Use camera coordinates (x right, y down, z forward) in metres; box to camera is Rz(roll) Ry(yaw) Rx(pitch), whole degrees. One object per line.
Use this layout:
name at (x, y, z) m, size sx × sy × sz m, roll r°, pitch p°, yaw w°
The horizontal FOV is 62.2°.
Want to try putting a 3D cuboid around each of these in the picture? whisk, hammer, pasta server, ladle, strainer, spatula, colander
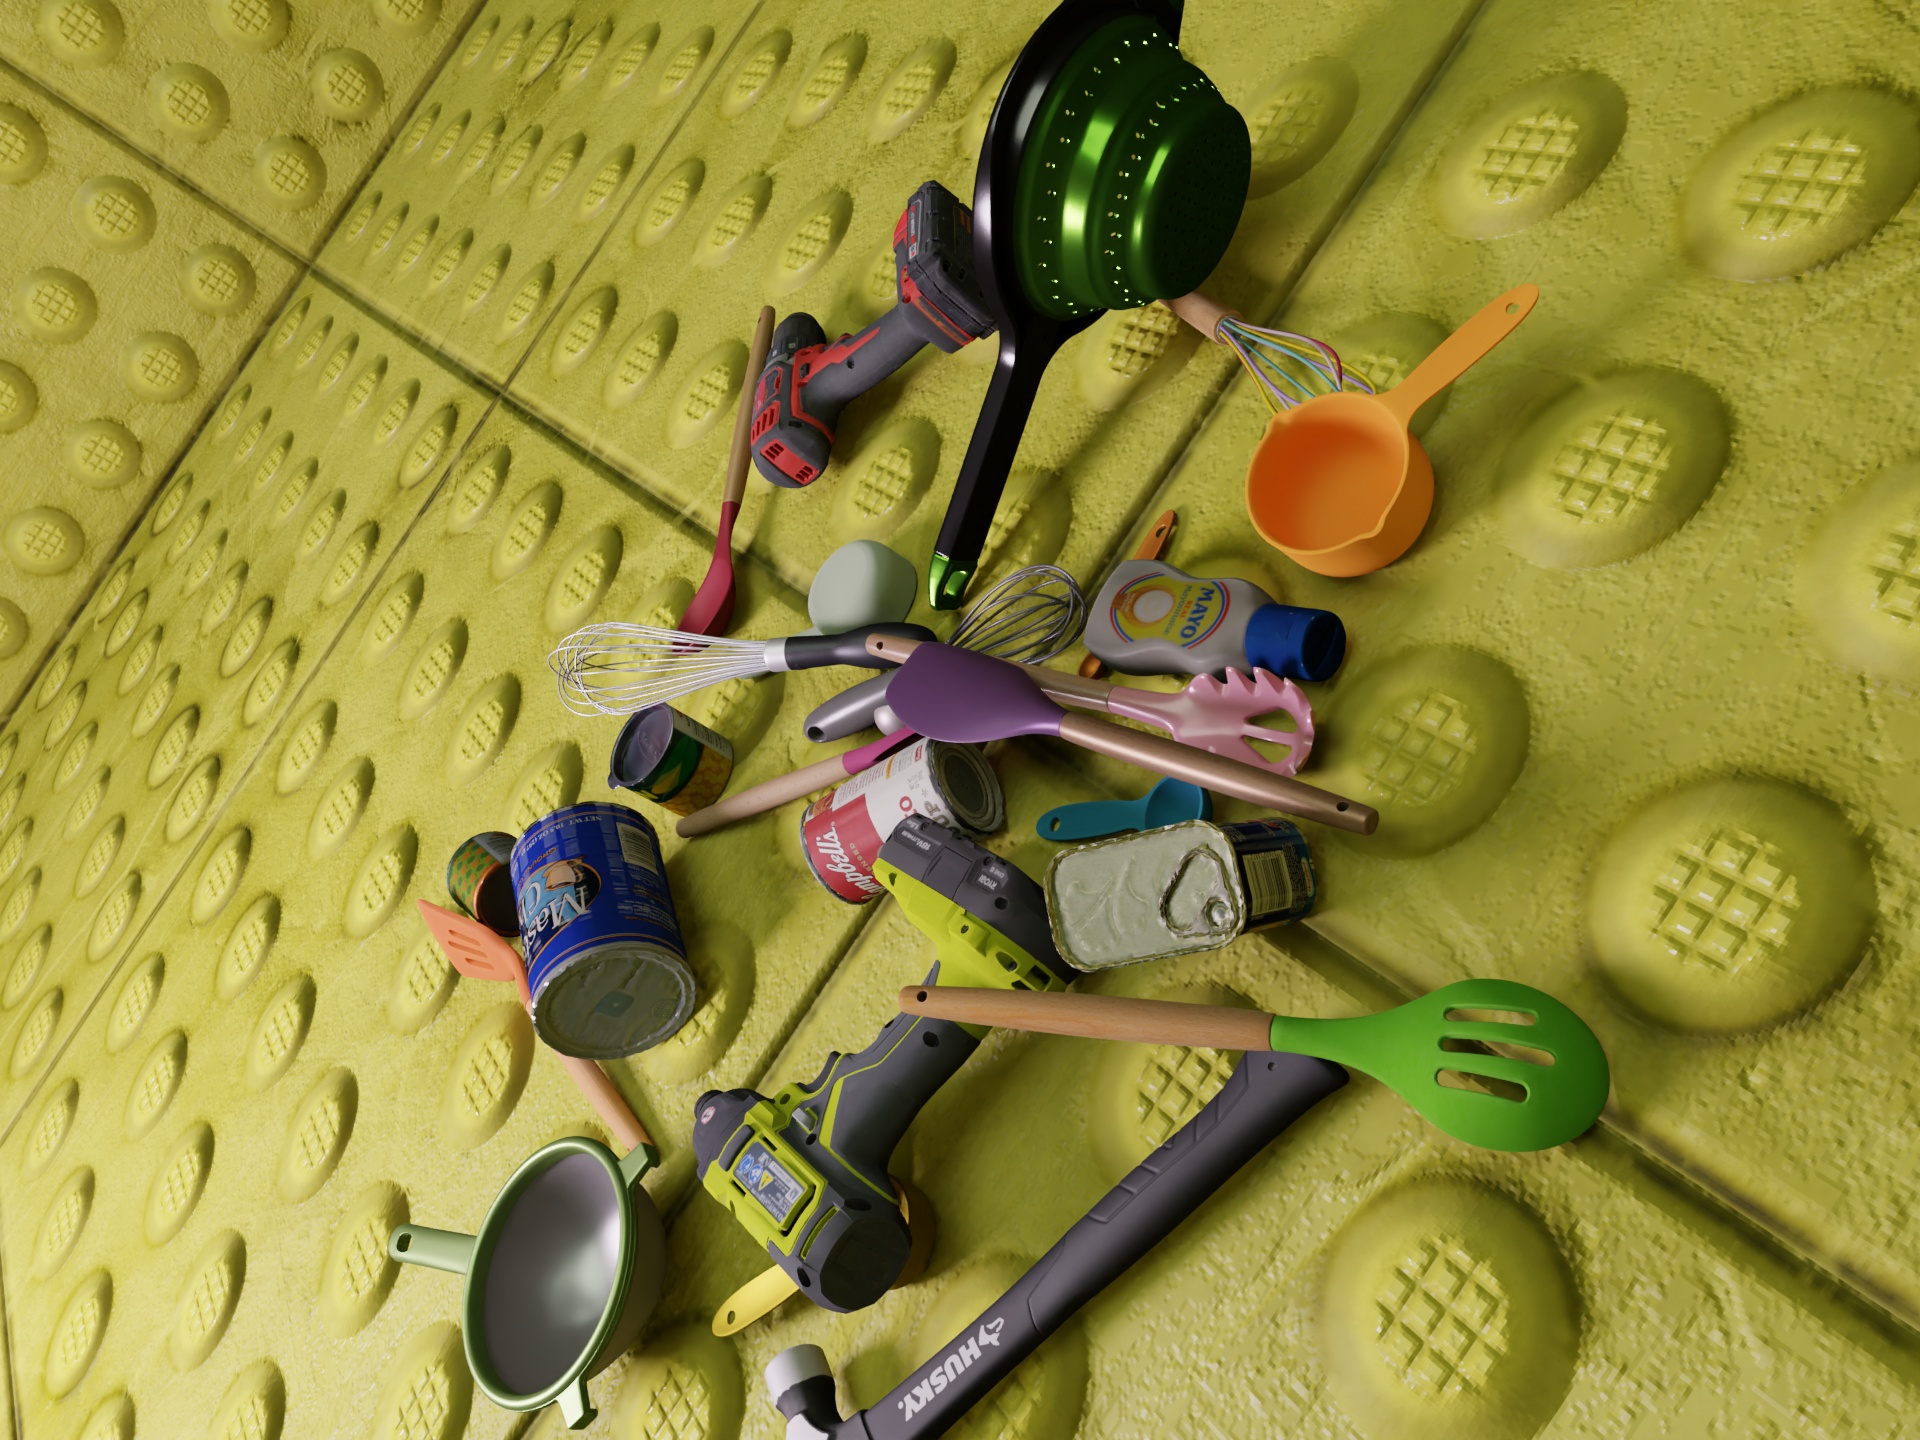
whisk at (-0.149, -0.041, 1.065) m, size 0.284 × 0.070 × 0.070 m, roll -3°, pitch 60°, yaw 19°
hammer at (0.046, 0.262, 0.725) m, size 0.334 × 0.035 × 0.146 m, roll -45°, pitch 43°, yaw 11°
pasta server at (0.059, -0.018, 0.869) m, size 0.316 × 0.040 × 0.060 m, roll 15°, pitch 91°, yaw 40°
ladle at (-0.176, -0.191, 1.244) m, size 0.069 × 0.031 × 0.316 m, roll -18°, pitch 57°, yaw 49°
strainer at (-0.257, 0.332, 0.963) m, size 0.256 × 0.069 × 0.152 m, roll -10°, pitch 60°, yaw 42°
whisk at (-0.017, -0.034, 0.984) m, size 0.239 × 0.055 × 0.055 m, roll -26°, pitch 48°, yaw 37°
spatula at (-0.291, 0.213, 1.095) m, size 0.041 × 0.081 × 0.323 m, roll -32°, pitch 39°, yaw -21°
whisk at (0.164, -0.221, 0.930) m, size 0.047 × 0.051 × 0.245 m, roll -52°, pitch 36°, yaw 14°
colander at (0.077, -0.236, 0.944) m, size 0.095 × 0.204 × 0.397 m, roll 28°, pitch 110°, yaw 27°
spatula at (0.073, 0.010, 0.817) m, size 0.316 × 0.018 × 0.060 m, roll 18°, pitch 66°, yaw 42°

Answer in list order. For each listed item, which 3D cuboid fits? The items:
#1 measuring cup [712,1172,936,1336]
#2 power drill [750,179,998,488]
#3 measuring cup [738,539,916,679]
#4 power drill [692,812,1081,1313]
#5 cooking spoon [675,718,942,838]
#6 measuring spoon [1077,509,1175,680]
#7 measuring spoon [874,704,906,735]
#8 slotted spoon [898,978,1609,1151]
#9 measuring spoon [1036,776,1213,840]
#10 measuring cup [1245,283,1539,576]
measuring cup at (-0.072, 0.291, 0.838) m, size 0.156 × 0.029 × 0.062 m, roll -39°, pitch 42°, yaw 26°
power drill at (-0.071, -0.295, 1.193) m, size 0.226 × 0.080 × 0.188 m, roll -36°, pitch 37°, yaw 30°
measuring cup at (-0.105, -0.070, 1.101) m, size 0.167 × 0.038 × 0.083 m, roll -25°, pitch 49°, yaw 30°
power drill at (-0.045, 0.167, 0.826) m, size 0.223 × 0.080 × 0.171 m, roll -54°, pitch 36°, yaw -9°
cooking spoon at (-0.086, 0.033, 1.007) m, size 0.319 × 0.068 × 0.017 m, roll -22°, pitch 80°, yaw 42°
measuring spoon at (0.099, -0.071, 0.920) m, size 0.021 × 0.011 × 0.117 m, roll 7°, pitch 66°, yaw 60°
measuring spoon at (-0.002, -0.003, 0.962) m, size 0.124 × 0.034 × 0.018 m, roll -9°, pitch 69°, yaw 37°
slotted spoon at (0.110, 0.134, 0.685) m, size 0.314 × 0.031 × 0.070 m, roll 0°, pitch 60°, yaw 28°
measuring spoon at (0.088, 0.054, 0.845) m, size 0.128 × 0.021 × 0.042 m, roll -11°, pitch 62°, yaw 52°
measuring cup at (0.225, -0.144, 0.798) m, size 0.173 × 0.052 × 0.095 m, roll -42°, pitch 53°, yaw 16°
